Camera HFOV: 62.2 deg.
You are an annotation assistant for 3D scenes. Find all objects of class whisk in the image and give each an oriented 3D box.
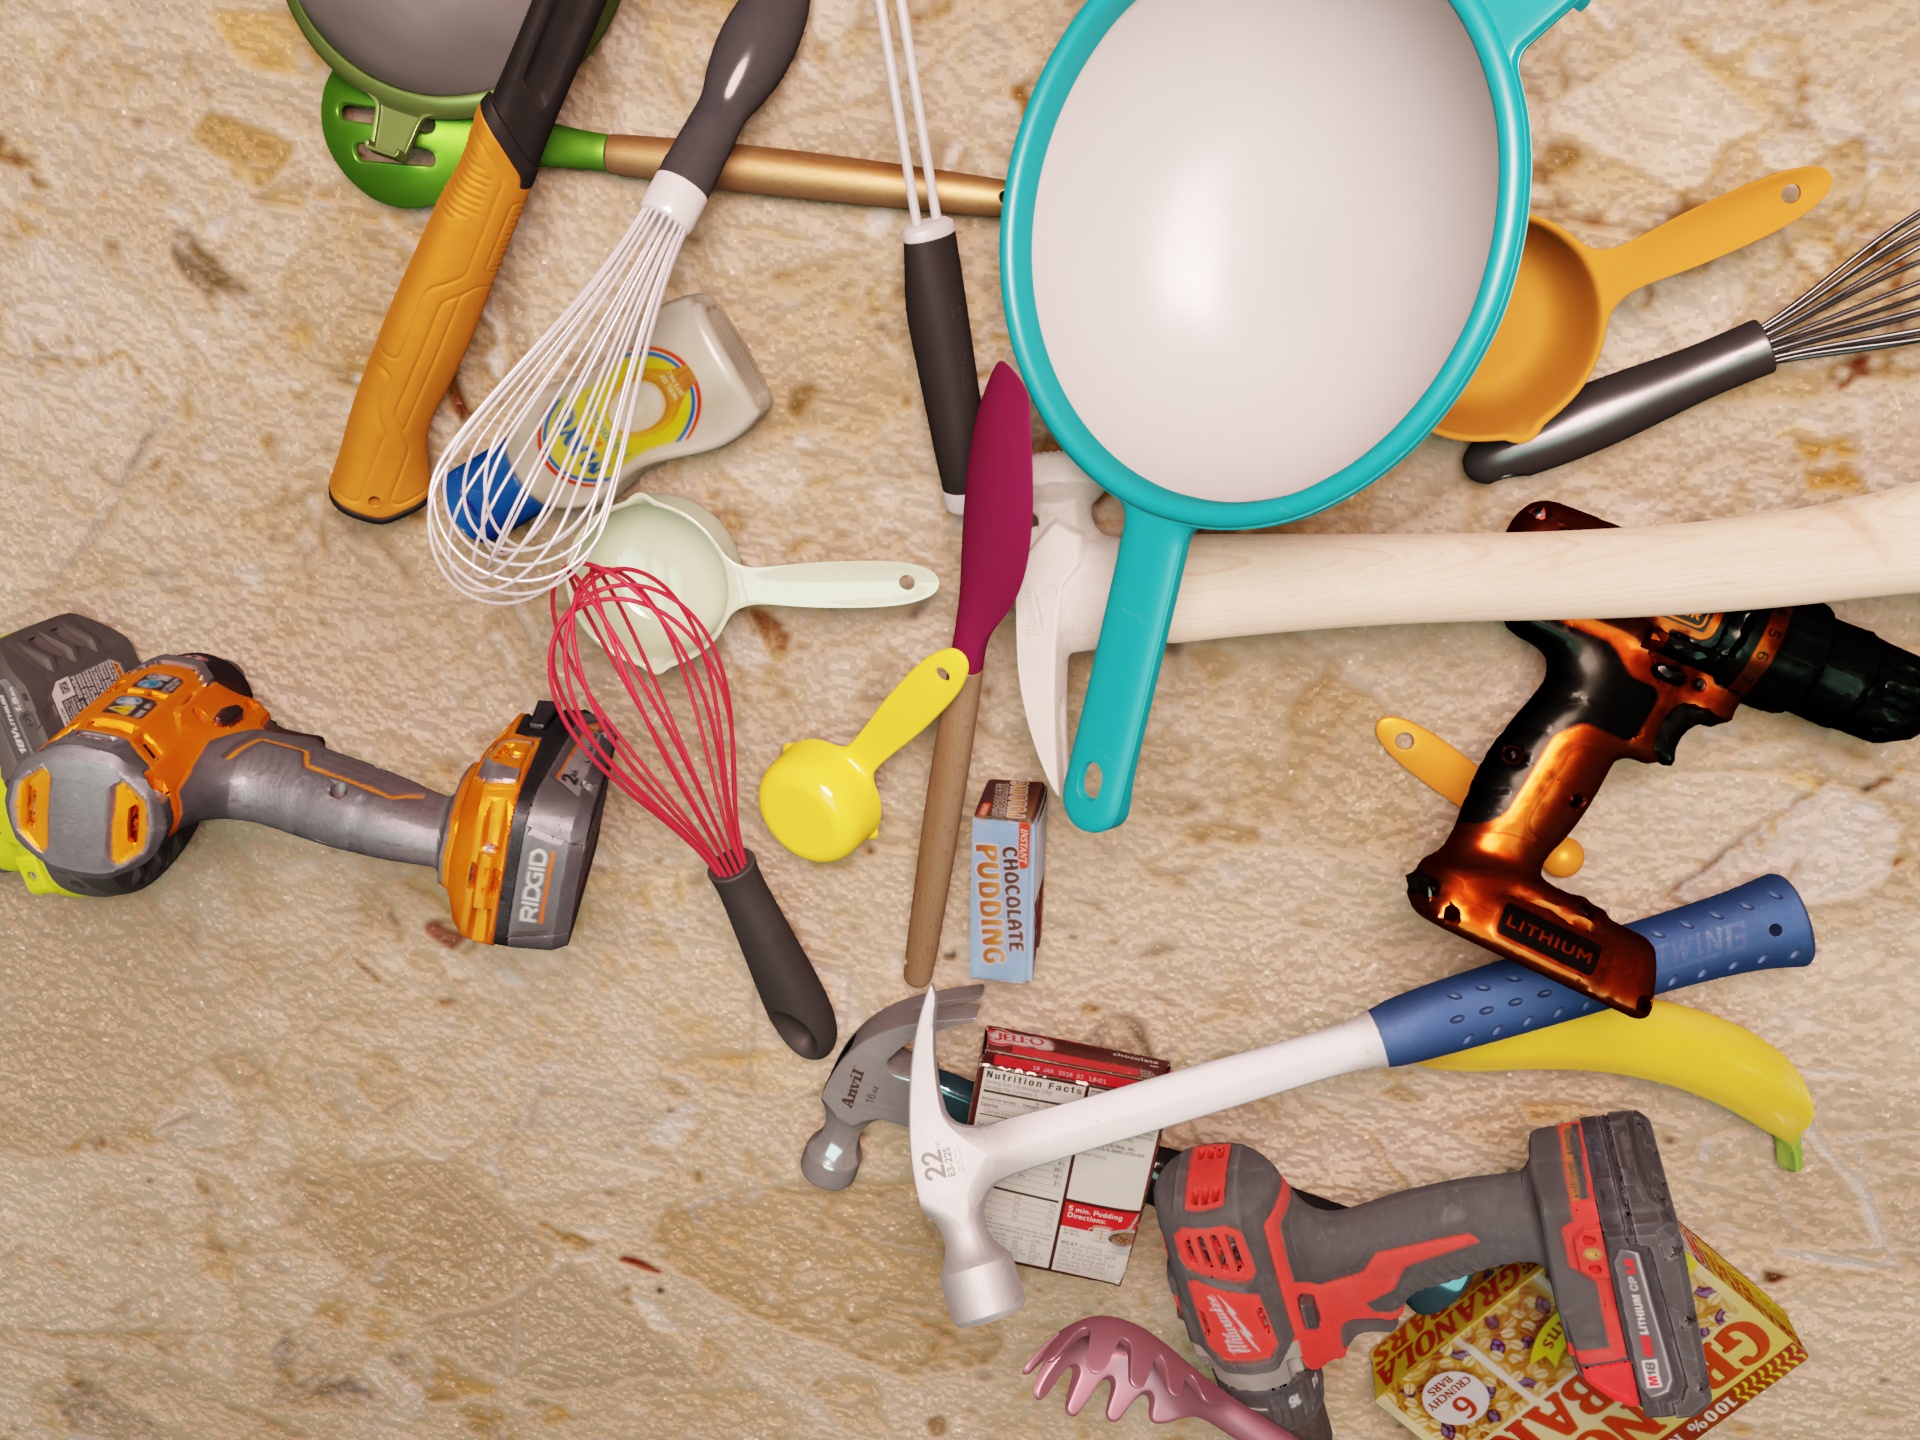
[{"bbox_3d":[-0.112,0.051,0.723,0.073,0.073,0.295,-12,124,12],"label":"whisk"},{"bbox_3d":[-0.128,-0.175,0.622,0.070,0.070,0.284,25,83,-2],"label":"whisk"},{"bbox_3d":[0.315,-0.146,0.625,0.239,0.055,0.055,-22,105,18],"label":"whisk"}]

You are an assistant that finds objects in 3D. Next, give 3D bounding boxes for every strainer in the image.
[{"bbox_3d":[0.109,-0.118,0.600,0.211,0.095,0.340,28,116,37],"label":"strainer"},{"bbox_3d":[-0.159,-0.335,0.602,0.256,0.069,0.151,-22,94,9],"label":"strainer"}]

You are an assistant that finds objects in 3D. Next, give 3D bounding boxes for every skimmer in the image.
[{"bbox_3d":[-0.007,-0.239,0.586,0.127,0.090,0.363,-25,123,-25],"label":"skimmer"}]

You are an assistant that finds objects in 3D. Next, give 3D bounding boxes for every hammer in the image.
[{"bbox_3d":[0.092,0.226,0.794,0.331,0.033,0.128,19,112,1],"label":"hammer"},{"bbox_3d":[-0.196,-0.212,0.632,0.127,0.034,0.336,11,131,-34],"label":"hammer"},{"bbox_3d":[0.172,0.137,0.701,0.405,0.035,0.144,-16,79,-1],"label":"hammer"},{"bbox_3d":[0.222,-0.047,0.620,0.410,0.038,0.146,-2,86,17],"label":"hammer"}]

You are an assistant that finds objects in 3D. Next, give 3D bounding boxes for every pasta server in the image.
[{"bbox_3d":[0.170,0.356,0.732,0.316,0.040,0.060,33,137,-6],"label":"pasta server"}]

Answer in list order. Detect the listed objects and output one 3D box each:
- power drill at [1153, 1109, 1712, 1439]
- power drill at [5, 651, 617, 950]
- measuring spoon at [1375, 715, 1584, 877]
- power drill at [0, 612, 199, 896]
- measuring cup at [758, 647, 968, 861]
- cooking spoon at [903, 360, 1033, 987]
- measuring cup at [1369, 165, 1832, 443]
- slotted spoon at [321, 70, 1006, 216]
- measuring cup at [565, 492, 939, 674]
[{"bbox_3d":[0.215,0.274,0.733,0.227,0.080,0.187,-12,111,18],"label":"power drill"},{"bbox_3d":[-0.278,0.024,0.722,0.226,0.164,0.084,11,111,-9],"label":"power drill"},{"bbox_3d":[0.234,0.035,0.717,0.117,0.011,0.021,36,110,-5],"label":"measuring spoon"},{"bbox_3d":[-0.515,0.020,0.784,0.228,0.080,0.190,-10,108,14],"label":"power drill"},{"bbox_3d":[-0.044,0.016,0.705,0.062,0.029,0.156,45,136,0],"label":"measuring cup"},{"bbox_3d":[-0.001,-0.002,0.696,0.017,0.069,0.318,-4,126,-19],"label":"cooking spoon"},{"bbox_3d":[0.243,-0.174,0.623,0.173,0.052,0.095,-22,105,13],"label":"measuring cup"},{"bbox_3d":[-0.122,-0.236,0.664,0.314,0.031,0.070,8,105,3],"label":"slotted spoon"},{"bbox_3d":[-0.091,-0.065,0.715,0.167,0.038,0.083,0,109,6],"label":"measuring cup"}]
